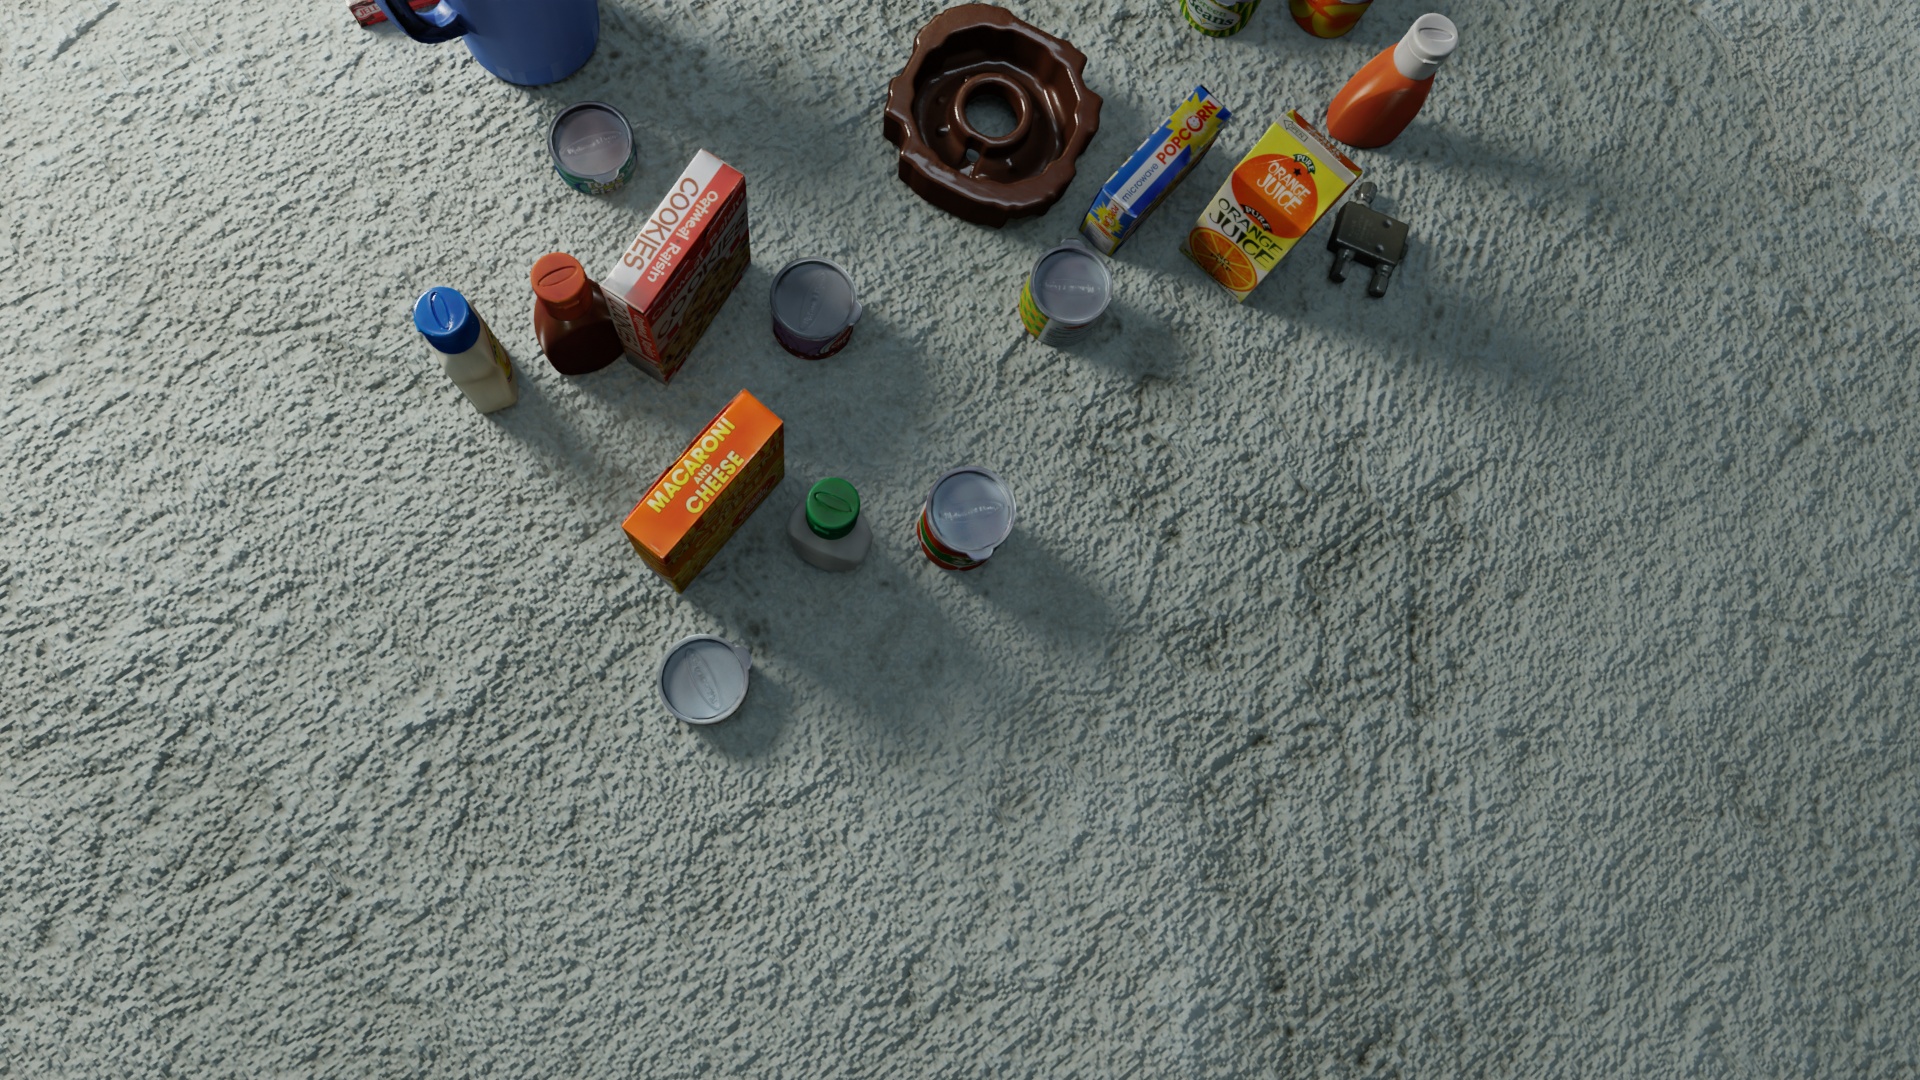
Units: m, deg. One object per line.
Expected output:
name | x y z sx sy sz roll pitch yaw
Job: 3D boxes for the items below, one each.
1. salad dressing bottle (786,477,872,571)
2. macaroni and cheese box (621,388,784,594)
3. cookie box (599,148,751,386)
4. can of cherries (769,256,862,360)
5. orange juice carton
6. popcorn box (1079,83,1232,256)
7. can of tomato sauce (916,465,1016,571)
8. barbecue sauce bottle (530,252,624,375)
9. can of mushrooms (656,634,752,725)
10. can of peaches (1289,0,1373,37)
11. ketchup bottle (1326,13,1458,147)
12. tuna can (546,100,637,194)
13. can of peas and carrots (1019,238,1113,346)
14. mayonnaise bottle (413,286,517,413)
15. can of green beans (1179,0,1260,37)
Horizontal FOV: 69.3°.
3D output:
salad dressing bottle | -0.093 -0.012 1.001 0.064 0.147 0.044 24 78 -2
macaroni and cheese box | -0.179 -0.030 0.984 0.040 0.166 0.124 39 77 1
cookie box | -0.202 -0.194 1.013 0.040 0.167 0.123 32 77 -1
can of cherries | -0.112 -0.177 1.077 0.071 0.058 0.071 1 79 -7
orange juice carton | 0.241 -0.261 1.069 0.072 0.192 0.073 43 78 2
popcorn box | 0.156 -0.296 1.120 0.038 0.085 0.127 42 77 2
can of tomato sauce | 0.004 -0.013 1.047 0.071 0.083 0.071 1 79 -7
barbecue sauce bottle | -0.280 -0.164 1.007 0.065 0.148 0.043 -25 84 -11
can of mushrooms | -0.187 0.102 1.025 0.071 0.033 0.071 1 79 -7
can of peaches | 0.320 -0.475 1.190 0.071 0.058 0.071 1 79 -7
ketchup bottle | 0.353 -0.371 1.127 0.065 0.148 0.043 5 79 -6
tuna can | -0.288 -0.306 1.093 0.071 0.032 0.071 1 79 -7
can of peas and carrots | 0.083 -0.196 1.105 0.071 0.058 0.071 1 79 -7
mayonnaise bottle | -0.353 -0.139 0.993 0.041 0.148 0.065 -20 83 -10
can of green beans | 0.225 -0.471 1.177 0.071 0.057 0.071 1 79 -7
